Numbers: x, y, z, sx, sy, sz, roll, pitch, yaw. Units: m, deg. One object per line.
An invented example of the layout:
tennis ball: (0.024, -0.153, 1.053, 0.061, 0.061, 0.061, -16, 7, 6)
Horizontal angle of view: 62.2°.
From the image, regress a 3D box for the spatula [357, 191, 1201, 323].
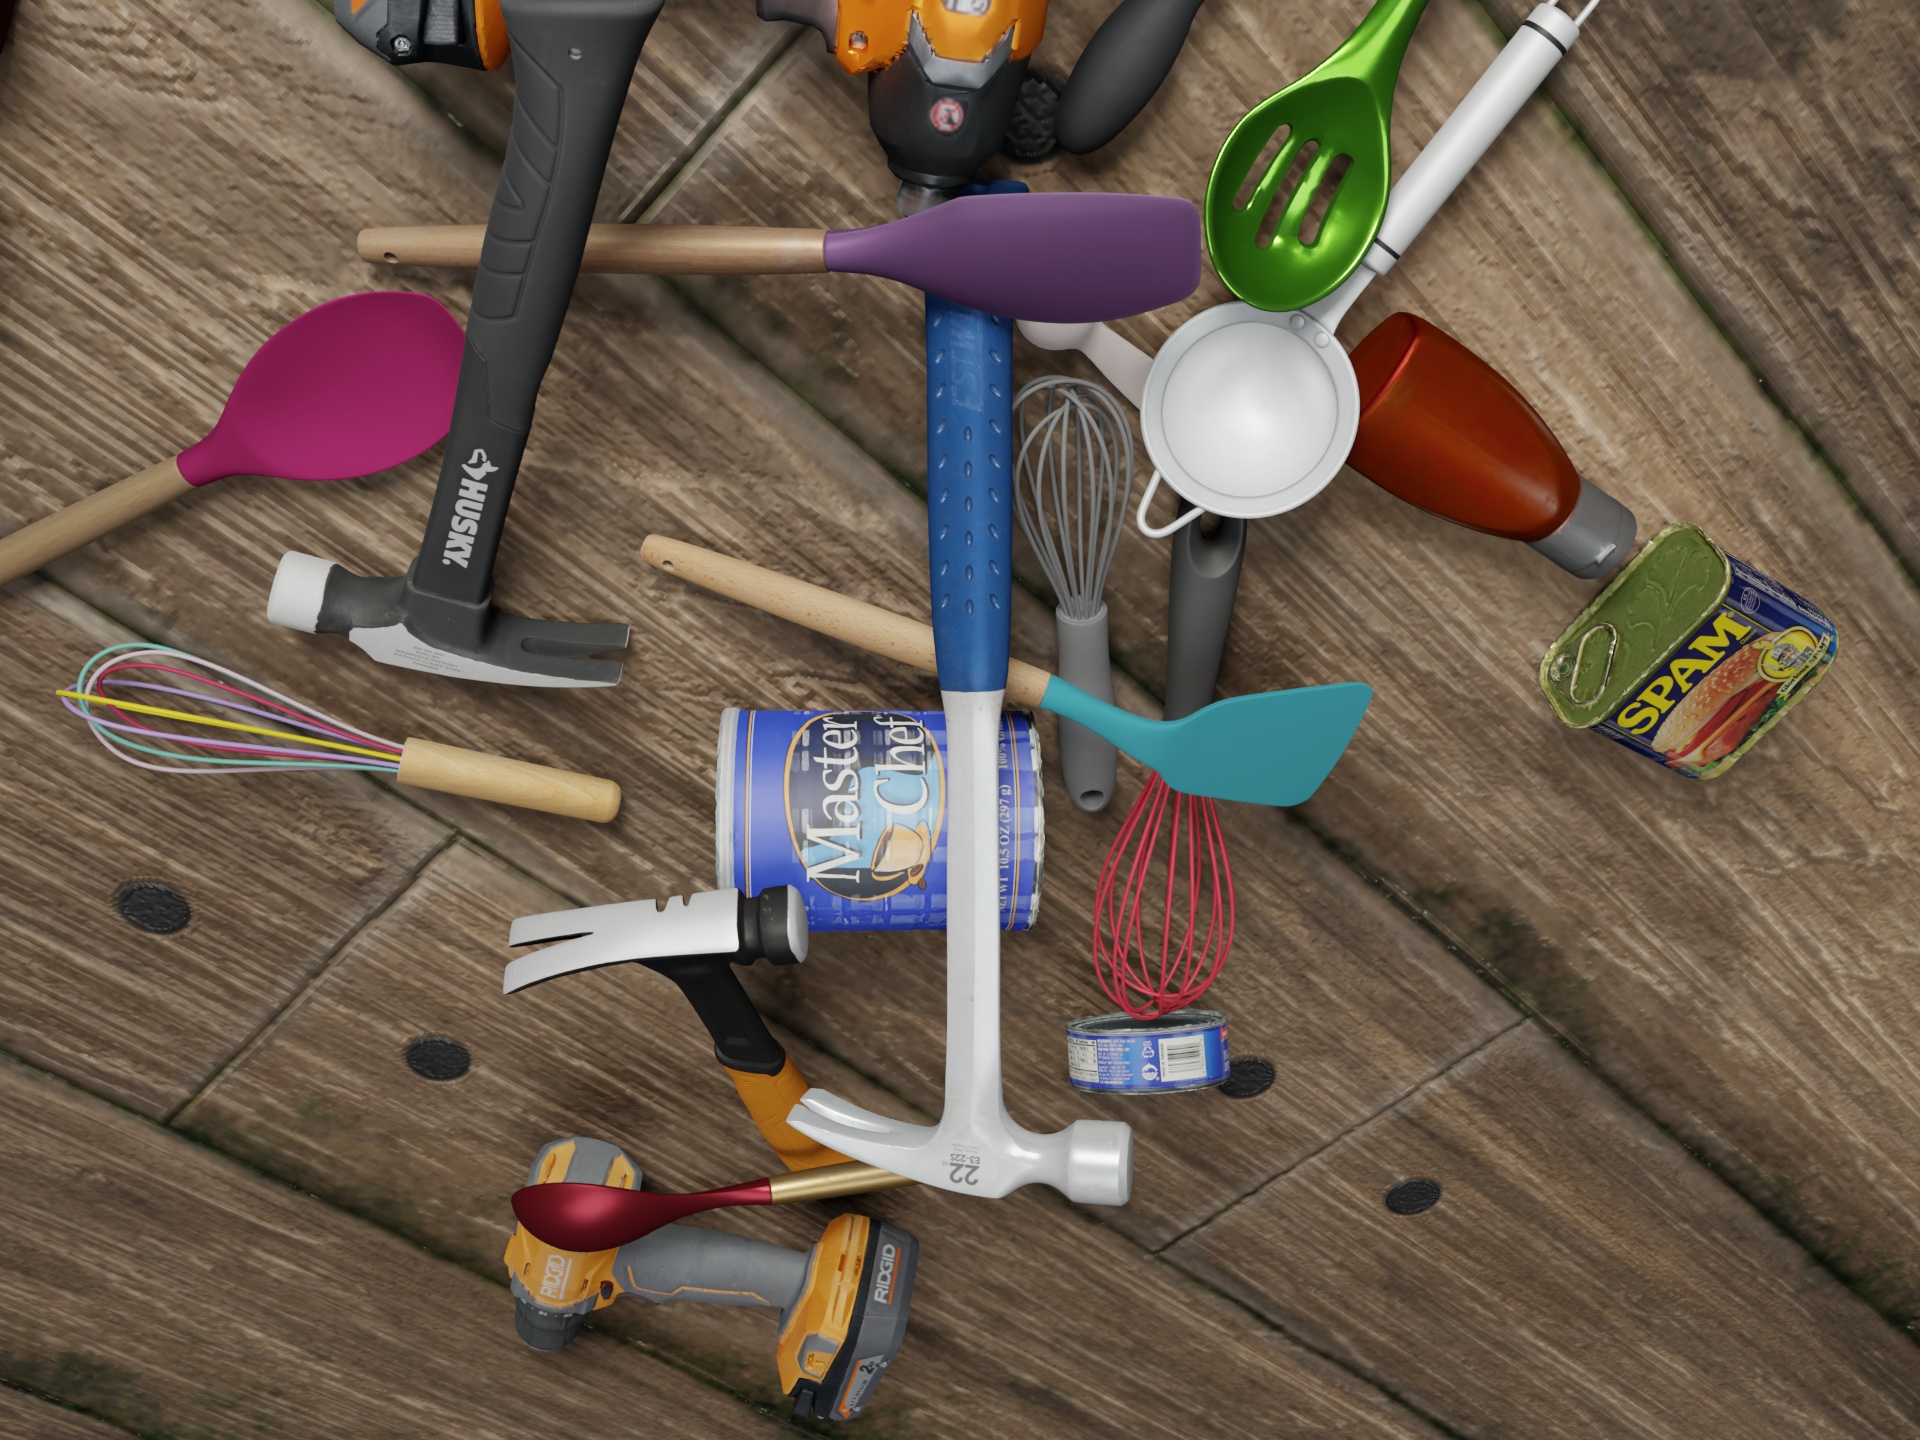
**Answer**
spatula: (-0.072, -0.169, 0.577, 0.316, 0.018, 0.059, 4, 148, 10)

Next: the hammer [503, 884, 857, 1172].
hammer: (-0.107, 0.175, 0.788, 0.127, 0.034, 0.336, -7, 146, 5)

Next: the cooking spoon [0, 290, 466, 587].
cooking spoon: (-0.339, -0.093, 0.656, 0.319, 0.017, 0.068, -22, 123, 11)

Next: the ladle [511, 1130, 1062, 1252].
ladle: (-0.076, 0.246, 0.846, 0.315, 0.031, 0.069, -5, 145, -12)

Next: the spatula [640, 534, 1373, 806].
spatula: (0.015, -0.028, 0.689, 0.317, 0.044, 0.082, 20, 137, 2)

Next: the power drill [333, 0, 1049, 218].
power drill: (-0.081, -0.253, 0.519, 0.226, 0.084, 0.164, 5, 125, -7)

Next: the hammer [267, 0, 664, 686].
hammer: (-0.163, -0.123, 0.583, 0.146, 0.035, 0.334, 16, 140, -17)

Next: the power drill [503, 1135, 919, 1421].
power drill: (-0.156, 0.338, 0.935, 0.226, 0.084, 0.185, 18, 130, -5)

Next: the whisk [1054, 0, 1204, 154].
whisk: (0.118, -0.306, 0.520, 0.070, 0.070, 0.284, 27, 125, -21)

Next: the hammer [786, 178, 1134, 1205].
hammer: (-0.001, -0.002, 0.635, 0.144, 0.035, 0.405, 2, 101, 11)

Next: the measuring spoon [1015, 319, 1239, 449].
measuring spoon: (0.073, -0.140, 0.654, 0.124, 0.018, 0.034, 34, 117, -26)

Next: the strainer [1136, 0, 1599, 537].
strainer: (0.157, -0.175, 0.620, 0.087, 0.050, 0.258, 41, 110, 6)

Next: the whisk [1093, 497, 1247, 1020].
whisk: (0.105, 0.022, 0.752, 0.073, 0.073, 0.295, 0, 119, -4)

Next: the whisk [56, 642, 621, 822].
whisk: (-0.278, 0.012, 0.728, 0.245, 0.051, 0.047, 13, 144, -18)

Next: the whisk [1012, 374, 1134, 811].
whisk: (0.051, -0.047, 0.703, 0.055, 0.055, 0.238, -7, 130, 1)

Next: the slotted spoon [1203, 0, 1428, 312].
slotted spoon: (0.177, -0.286, 0.541, 0.070, 0.031, 0.313, 22, 116, -17)
